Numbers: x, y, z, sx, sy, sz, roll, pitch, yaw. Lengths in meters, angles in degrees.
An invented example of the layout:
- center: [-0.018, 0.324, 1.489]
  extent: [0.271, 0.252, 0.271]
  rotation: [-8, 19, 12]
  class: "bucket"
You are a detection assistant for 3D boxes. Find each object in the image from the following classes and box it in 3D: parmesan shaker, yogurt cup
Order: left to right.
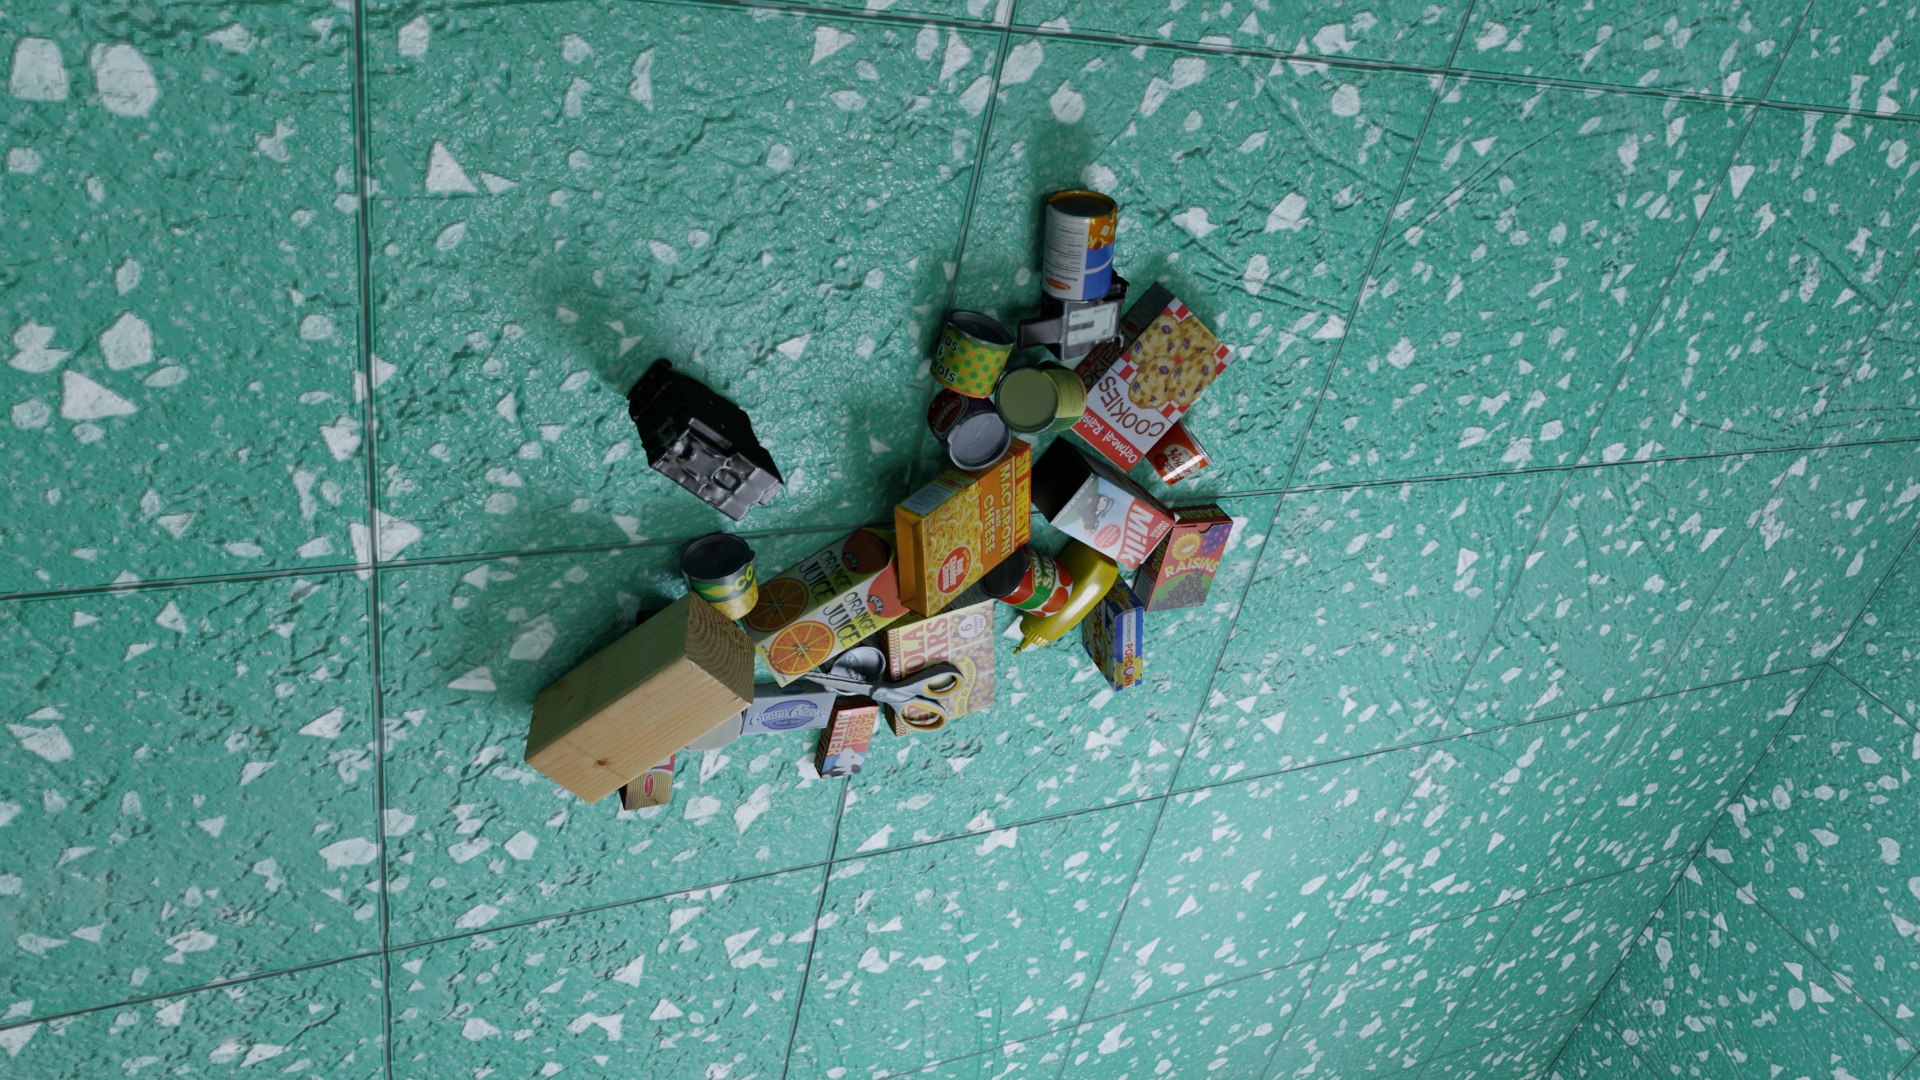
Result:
- center: [0.076, -0.138, 1.329]
  extent: [0.071, 0.071, 0.103]
  rotation: [-53, 169, 16]
  class: "parmesan shaker"
- center: [0.229, -0.095, 1.487]
  extent: [0.054, 0.073, 0.072]
  rotation: [-37, 135, 12]
  class: "yogurt cup"

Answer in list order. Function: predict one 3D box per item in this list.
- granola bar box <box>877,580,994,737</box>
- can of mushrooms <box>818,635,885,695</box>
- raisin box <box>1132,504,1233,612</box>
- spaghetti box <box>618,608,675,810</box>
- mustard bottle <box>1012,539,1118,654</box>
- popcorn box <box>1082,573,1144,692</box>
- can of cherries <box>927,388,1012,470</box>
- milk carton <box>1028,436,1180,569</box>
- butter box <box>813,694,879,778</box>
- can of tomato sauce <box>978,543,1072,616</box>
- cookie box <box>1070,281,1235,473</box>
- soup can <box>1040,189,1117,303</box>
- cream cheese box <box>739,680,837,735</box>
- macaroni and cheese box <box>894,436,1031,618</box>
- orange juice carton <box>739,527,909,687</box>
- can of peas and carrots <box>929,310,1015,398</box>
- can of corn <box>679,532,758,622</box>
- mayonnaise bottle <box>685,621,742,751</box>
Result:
- center: [-0.026, 0.131, 1.532]
  extent: [0.124, 0.039, 0.164]
  rotation: [-16, 131, -17]
  class: "granola bar box"
- center: [-0.119, 0.131, 1.482]
  extent: [0.071, 0.033, 0.070]
  rotation: [-16, 132, -19]
  class: "can of mushrooms"
- center: [0.256, 0.021, 1.610]
  extent: [0.086, 0.040, 0.122]
  rotation: [-4, 126, -26]
  class: "raisin box"
- center: [-0.310, 0.172, 1.406]
  extent: [0.050, 0.029, 0.248]
  rotation: [-5, 127, -27]
  class: "spaghetti box"
- center: [0.109, 0.070, 1.549]
  extent: [0.049, 0.065, 0.159]
  rotation: [23, 117, -35]
  class: "mustard bottle"
- center: [0.174, 0.100, 1.591]
  extent: [0.038, 0.085, 0.126]
  rotation: [-19, 132, -15]
  class: "popcorn box"
- center: [0.007, -0.112, 1.347]
  extent: [0.072, 0.058, 0.071]
  rotation: [-16, 132, -18]
  class: "can of cherries"
- center: [0.160, -0.031, 1.488]
  extent: [0.190, 0.074, 0.072]
  rotation: [25, 110, -41]
  class: "milk carton"
- center: [-0.128, 0.219, 1.552]
  extent: [0.053, 0.024, 0.103]
  rotation: [-4, 126, -29]
  class: "butter box"
- center: [0.072, 0.040, 1.494]
  extent: [0.083, 0.071, 0.071]
  rotation: [24, 111, -44]
  class: "can of tomato sauce"
- center: [0.184, -0.164, 1.423]
  extent: [0.167, 0.040, 0.123]
  rotation: [-48, 133, 9]
  class: "cookie box"
- center: [0.110, -0.272, 1.277]
  extent: [0.071, 0.071, 0.083]
  rotation: [-14, 130, -20]
  class: "soup can"
- center: [-0.187, 0.178, 1.485]
  extent: [0.104, 0.024, 0.053]
  rotation: [-1, 125, -29]
  class: "cream cheese box"
- center: [0.005, -0.017, 1.386]
  extent: [0.167, 0.040, 0.123]
  rotation: [-37, 139, -38]
  class: "macaroni and cheese box"
- center: [-0.122, 0.057, 1.394]
  extent: [0.193, 0.073, 0.071]
  rotation: [-31, 134, -6]
  class: "orange juice carton"
- center: [0.009, -0.174, 1.293]
  extent: [0.071, 0.071, 0.058]
  rotation: [3, 123, -32]
  class: "can of peas and carrots"
- center: [-0.226, 0.036, 1.319]
  extent: [0.071, 0.071, 0.058]
  rotation: [-19, 133, -16]
  class: "can of corn"
- center: [-0.250, 0.146, 1.413]
  extent: [0.065, 0.041, 0.147]
  rotation: [-8, 127, -30]
  class: "mayonnaise bottle"
